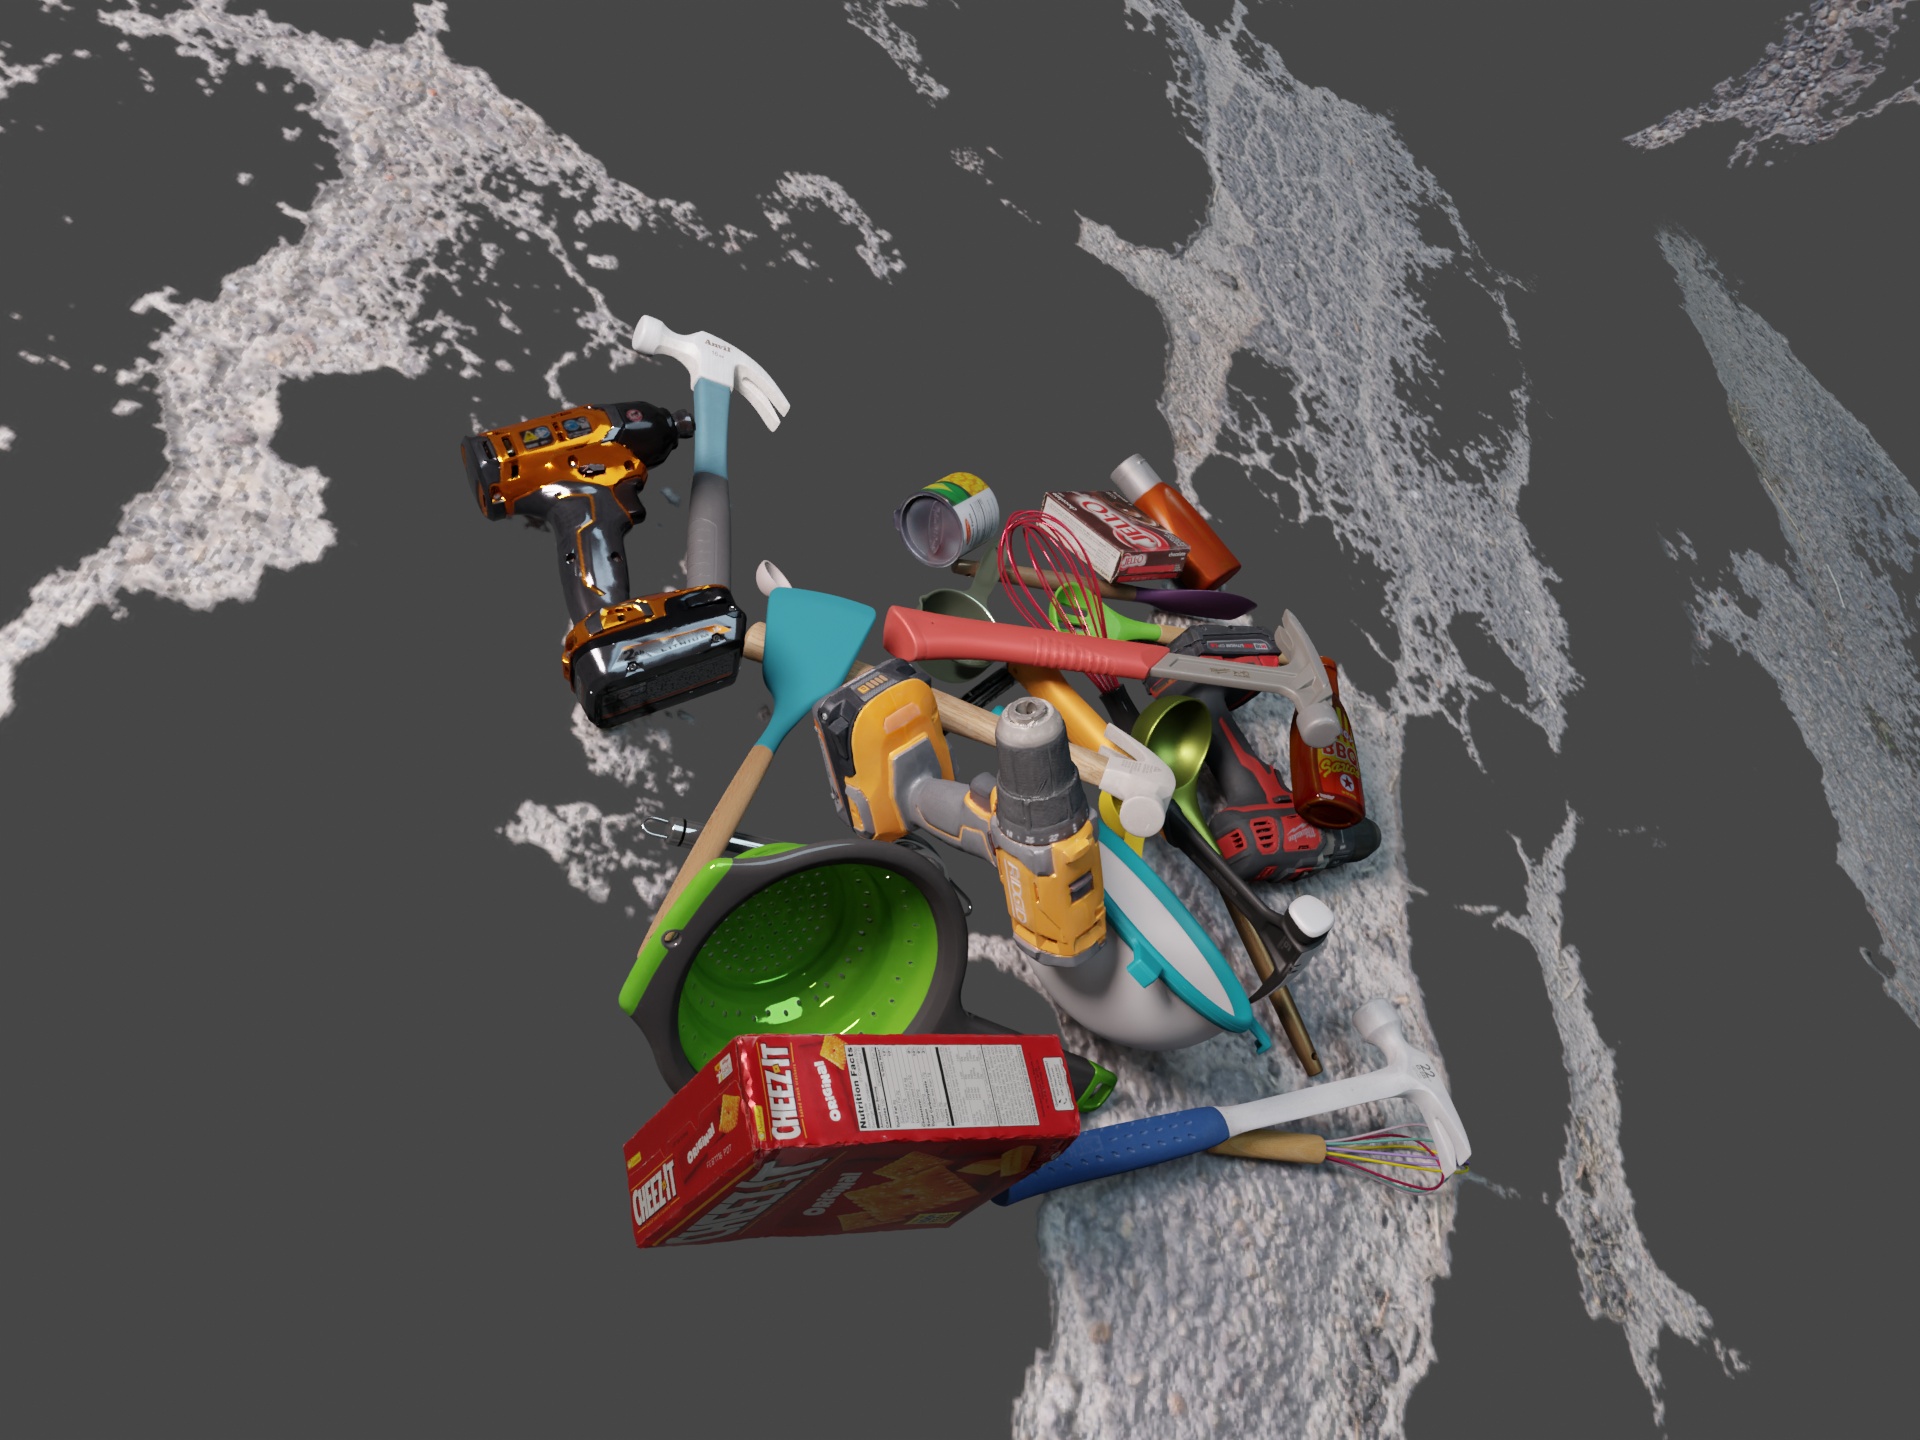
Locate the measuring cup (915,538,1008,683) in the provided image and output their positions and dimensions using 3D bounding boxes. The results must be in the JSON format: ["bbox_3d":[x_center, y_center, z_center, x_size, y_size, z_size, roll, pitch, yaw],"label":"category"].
[{"bbox_3d":[0.005,-0.093,1.313,0.083,0.038,0.168,35,42,-10],"label":"measuring cup"}]

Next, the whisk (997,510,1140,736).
[{"bbox_3d":[0.115,-0.041,1.316,0.073,0.073,0.296,-34,97,-46],"label":"whisk"}]

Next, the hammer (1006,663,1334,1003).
[{"bbox_3d":[0.147,0.066,1.230,0.034,0.127,0.337,-28,65,-28],"label":"hammer"}]

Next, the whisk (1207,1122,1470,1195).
[{"bbox_3d":[0.286,0.328,1.210,0.244,0.051,0.047,12,31,-24],"label":"whisk"}]

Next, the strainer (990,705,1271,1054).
[{"bbox_3d":[0.077,0.122,1.172,0.210,0.095,0.341,35,15,-47],"label":"strainer"}]

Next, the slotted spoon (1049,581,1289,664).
[{"bbox_3d":[0.197,-0.074,1.447,0.313,0.031,0.070,7,71,-36],"label":"slotted spoon"}]

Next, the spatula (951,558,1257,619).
[{"bbox_3d":[0.134,-0.118,1.422,0.315,0.060,0.018,6,70,-28],"label":"spatula"}]

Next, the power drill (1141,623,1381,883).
[{"bbox_3d":[0.266,0.033,1.386,0.187,0.080,0.227,-1,62,-37],"label":"power drill"}]

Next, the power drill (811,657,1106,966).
[{"bbox_3d":[0.000,0.036,1.016,0.084,0.185,0.226,-32,41,-27],"label":"power drill"}]

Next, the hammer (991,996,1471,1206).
[{"bbox_3d":[0.196,0.290,1.134,0.405,0.035,0.144,-4,47,-31],"label":"hammer"}]

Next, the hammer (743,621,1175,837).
[{"bbox_3d":[-0.002,-0.004,1.162,0.331,0.031,0.130,21,19,6],"label":"hammer"}]

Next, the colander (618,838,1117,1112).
[{"bbox_3d":[-0.048,0.174,1.031,0.396,0.204,0.095,29,9,-38],"label":"colander"}]

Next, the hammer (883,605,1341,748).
[{"bbox_3d":[0.117,-0.055,1.245,0.359,0.036,0.149,7,39,-14],"label":"hammer"}]

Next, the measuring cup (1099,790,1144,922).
[{"bbox_3d":[0.130,0.111,1.266,0.062,0.029,0.157,23,58,-16],"label":"measuring cup"}]

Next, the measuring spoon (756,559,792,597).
[{"bbox_3d":[-0.116,-0.069,1.208,0.124,0.018,0.034,51,12,-16],"label":"measuring spoon"}]

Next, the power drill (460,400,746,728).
[{"bbox_3d":[-0.230,-0.123,1.102,0.164,0.084,0.227,-21,70,-21],"label":"power drill"}]

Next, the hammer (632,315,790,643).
[{"bbox_3d":[-0.195,-0.175,1.228,0.128,0.033,0.331,15,51,-27],"label":"hammer"}]

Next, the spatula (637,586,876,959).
[{"bbox_3d":[-0.145,0.032,1.067,0.082,0.044,0.318,13,47,11],"label":"spatula"}]

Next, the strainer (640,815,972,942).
[{"bbox_3d":[-0.095,0.099,1.094,0.258,0.050,0.087,15,61,-23],"label":"strainer"}]

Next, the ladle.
[{"bbox_3d":[0.220,0.130,1.259,0.078,0.062,0.320,-21,83,-33],"label":"ladle"}]
